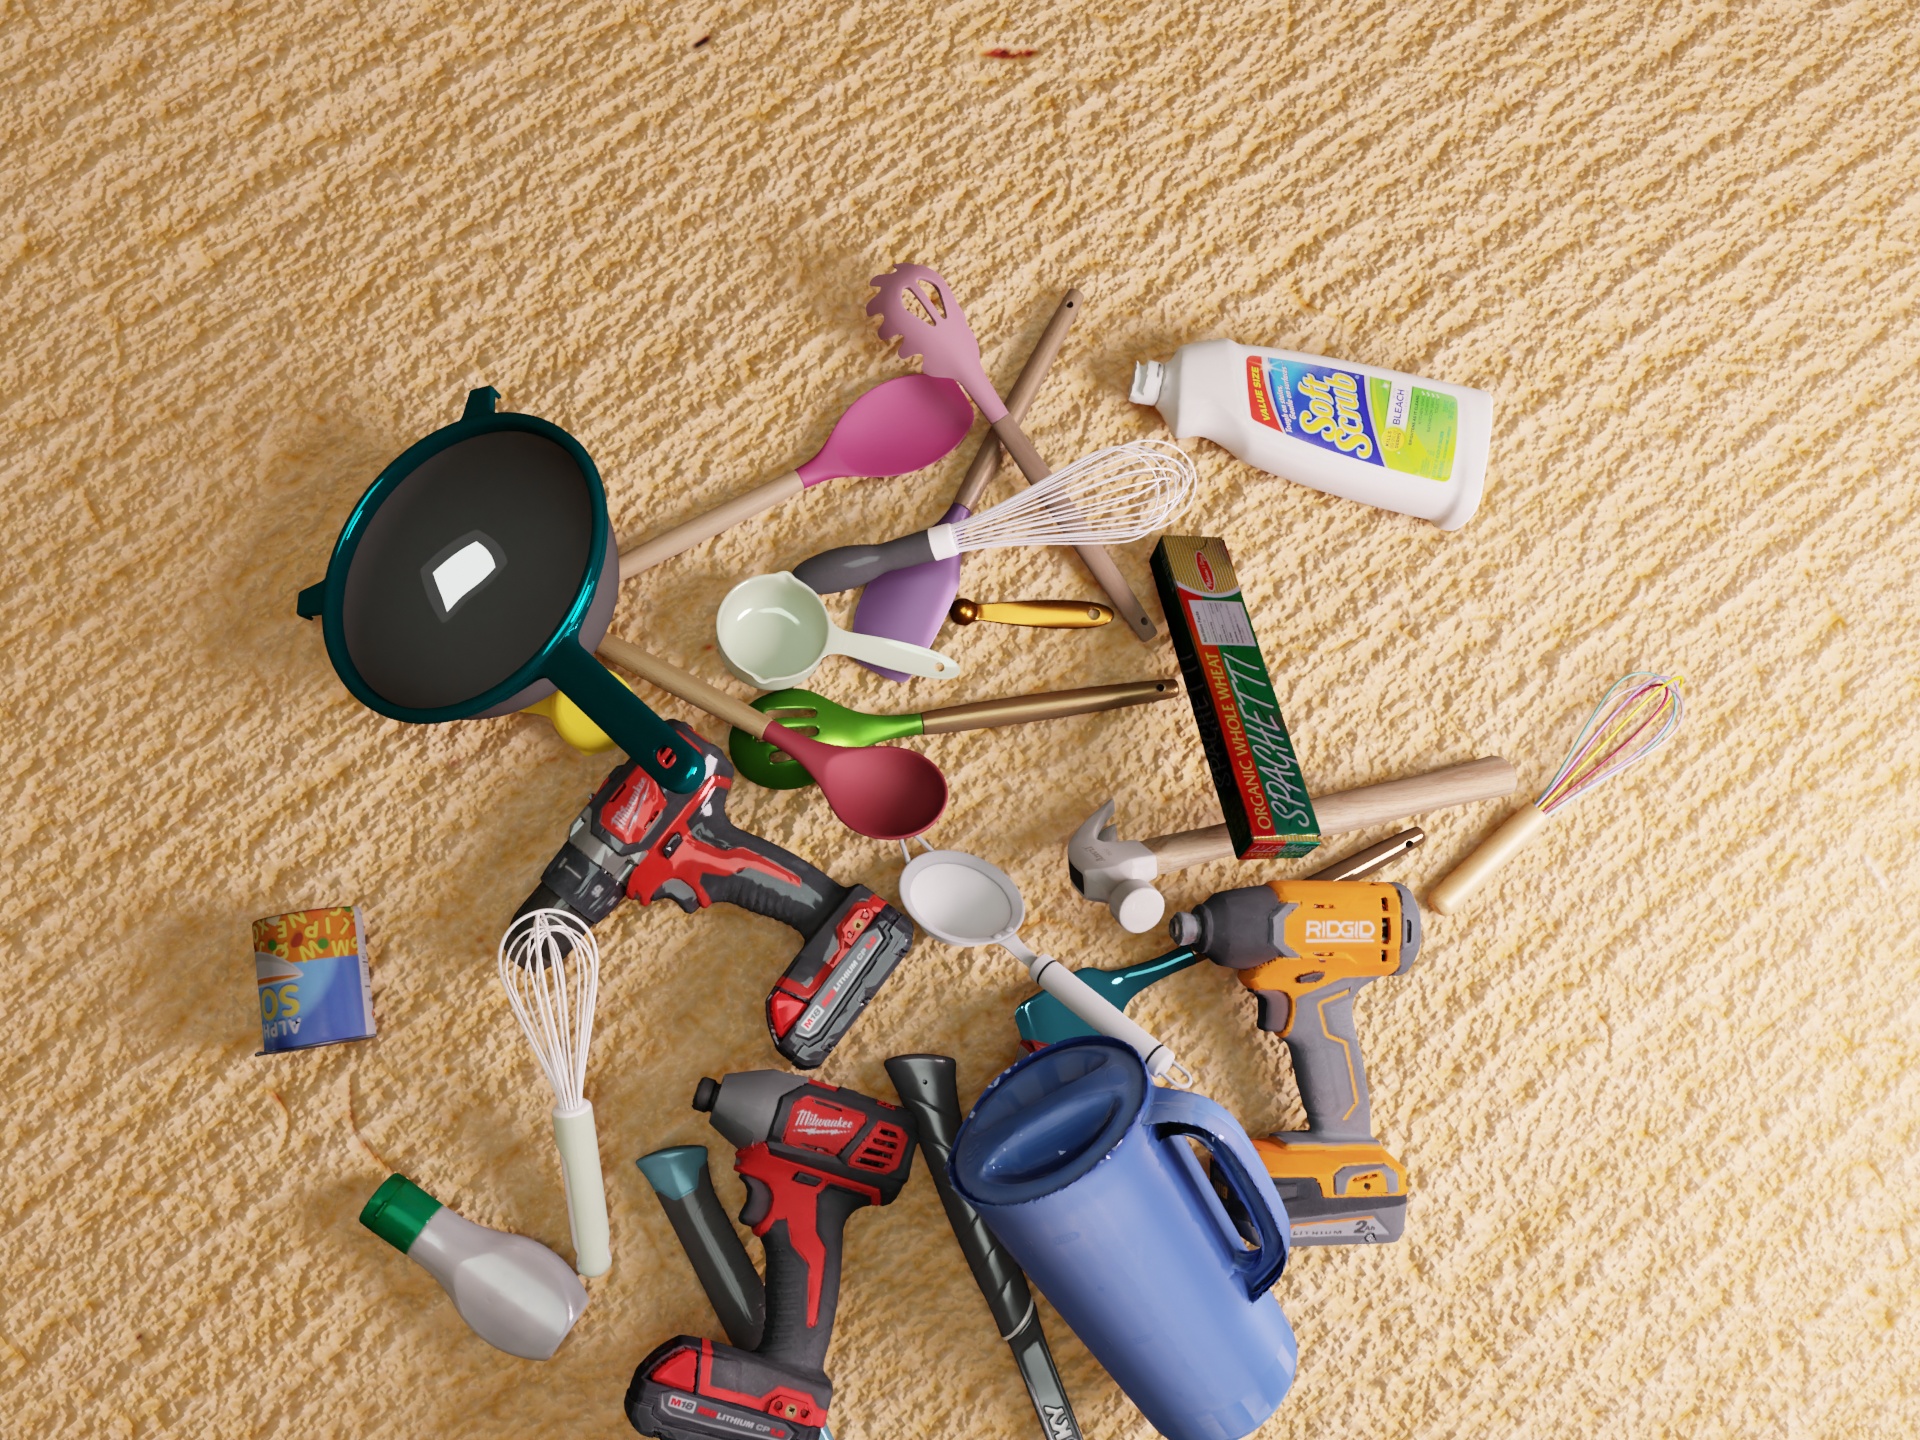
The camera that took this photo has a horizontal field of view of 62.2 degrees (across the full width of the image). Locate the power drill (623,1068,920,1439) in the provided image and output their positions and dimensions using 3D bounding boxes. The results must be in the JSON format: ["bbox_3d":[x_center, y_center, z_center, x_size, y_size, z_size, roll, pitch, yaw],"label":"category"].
[{"bbox_3d":[-0.121,0.326,0.969,0.143,0.078,0.220,19,72,-6],"label":"power drill"}]

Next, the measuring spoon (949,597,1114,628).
[{"bbox_3d":[0.051,-0.076,1.113,0.117,0.011,0.021,1,81,-6],"label":"measuring spoon"}]

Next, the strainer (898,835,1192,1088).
[{"bbox_3d":[0.046,0.157,1.018,0.087,0.050,0.259,-21,45,-42],"label":"strainer"}]

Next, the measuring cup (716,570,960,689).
[{"bbox_3d":[-0.084,-0.047,1.082,0.167,0.038,0.083,13,69,-9],"label":"measuring cup"}]

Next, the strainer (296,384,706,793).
[{"bbox_3d":[-0.253,-0.049,0.995,0.341,0.095,0.211,39,88,28],"label":"strainer"}]

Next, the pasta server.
[{"bbox_3d":[0.041,-0.186,1.107,0.060,0.040,0.316,-37,97,-12],"label":"pasta server"}]

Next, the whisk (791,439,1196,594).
[{"bbox_3d":[0.020,-0.128,1.074,0.284,0.070,0.070,-15,82,10],"label":"whisk"}]

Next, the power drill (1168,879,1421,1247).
[{"bbox_3d":[0.212,0.216,1.029,0.164,0.084,0.226,3,87,-13],"label":"power drill"}]

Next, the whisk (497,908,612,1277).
[{"bbox_3d":[-0.243,0.233,0.985,0.059,0.058,0.246,-9,103,-17],"label":"whisk"}]

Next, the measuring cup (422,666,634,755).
[{"bbox_3d":[-0.294,-0.017,1.059,0.156,0.029,0.062,10,80,-5],"label":"measuring cup"}]

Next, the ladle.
[{"bbox_3d":[-0.150,-0.005,1.047,0.315,0.031,0.069,27,62,12],"label":"ladle"}]

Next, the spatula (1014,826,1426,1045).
[{"bbox_3d":[0.183,0.150,1.071,0.317,0.044,0.082,-27,104,-8],"label":"spatula"}]

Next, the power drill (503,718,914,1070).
[{"bbox_3d":[-0.163,0.132,1.027,0.227,0.080,0.188,38,79,4],"label":"power drill"}]

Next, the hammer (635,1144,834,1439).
[{"bbox_3d":[-0.112,0.417,1.006,0.128,0.033,0.331,-27,84,-10],"label":"hammer"}]

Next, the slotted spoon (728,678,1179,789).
[{"bbox_3d":[-0.002,-0.003,1.090,0.313,0.031,0.070,-8,77,-8],"label":"slotted spoon"}]

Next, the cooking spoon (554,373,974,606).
[{"bbox_3d":[-0.135,-0.156,1.104,0.319,0.017,0.069,-28,83,-10],"label":"cooking spoon"}]

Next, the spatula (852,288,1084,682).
[{"bbox_3d":[0.011,-0.172,1.122,0.060,0.018,0.316,28,80,4],"label":"spatula"}]

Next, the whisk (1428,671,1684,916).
[{"bbox_3d":[0.420,0.049,1.116,0.245,0.047,0.051,-41,88,-7],"label":"whisk"}]

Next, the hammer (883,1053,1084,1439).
[{"bbox_3d":[0.040,0.406,1.023,0.149,0.036,0.409,-22,83,-8],"label":"hammer"}]

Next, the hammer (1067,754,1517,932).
[{"bbox_3d":[0.226,0.068,1.069,0.331,0.130,0.031,-11,112,-18],"label":"hammer"}]
